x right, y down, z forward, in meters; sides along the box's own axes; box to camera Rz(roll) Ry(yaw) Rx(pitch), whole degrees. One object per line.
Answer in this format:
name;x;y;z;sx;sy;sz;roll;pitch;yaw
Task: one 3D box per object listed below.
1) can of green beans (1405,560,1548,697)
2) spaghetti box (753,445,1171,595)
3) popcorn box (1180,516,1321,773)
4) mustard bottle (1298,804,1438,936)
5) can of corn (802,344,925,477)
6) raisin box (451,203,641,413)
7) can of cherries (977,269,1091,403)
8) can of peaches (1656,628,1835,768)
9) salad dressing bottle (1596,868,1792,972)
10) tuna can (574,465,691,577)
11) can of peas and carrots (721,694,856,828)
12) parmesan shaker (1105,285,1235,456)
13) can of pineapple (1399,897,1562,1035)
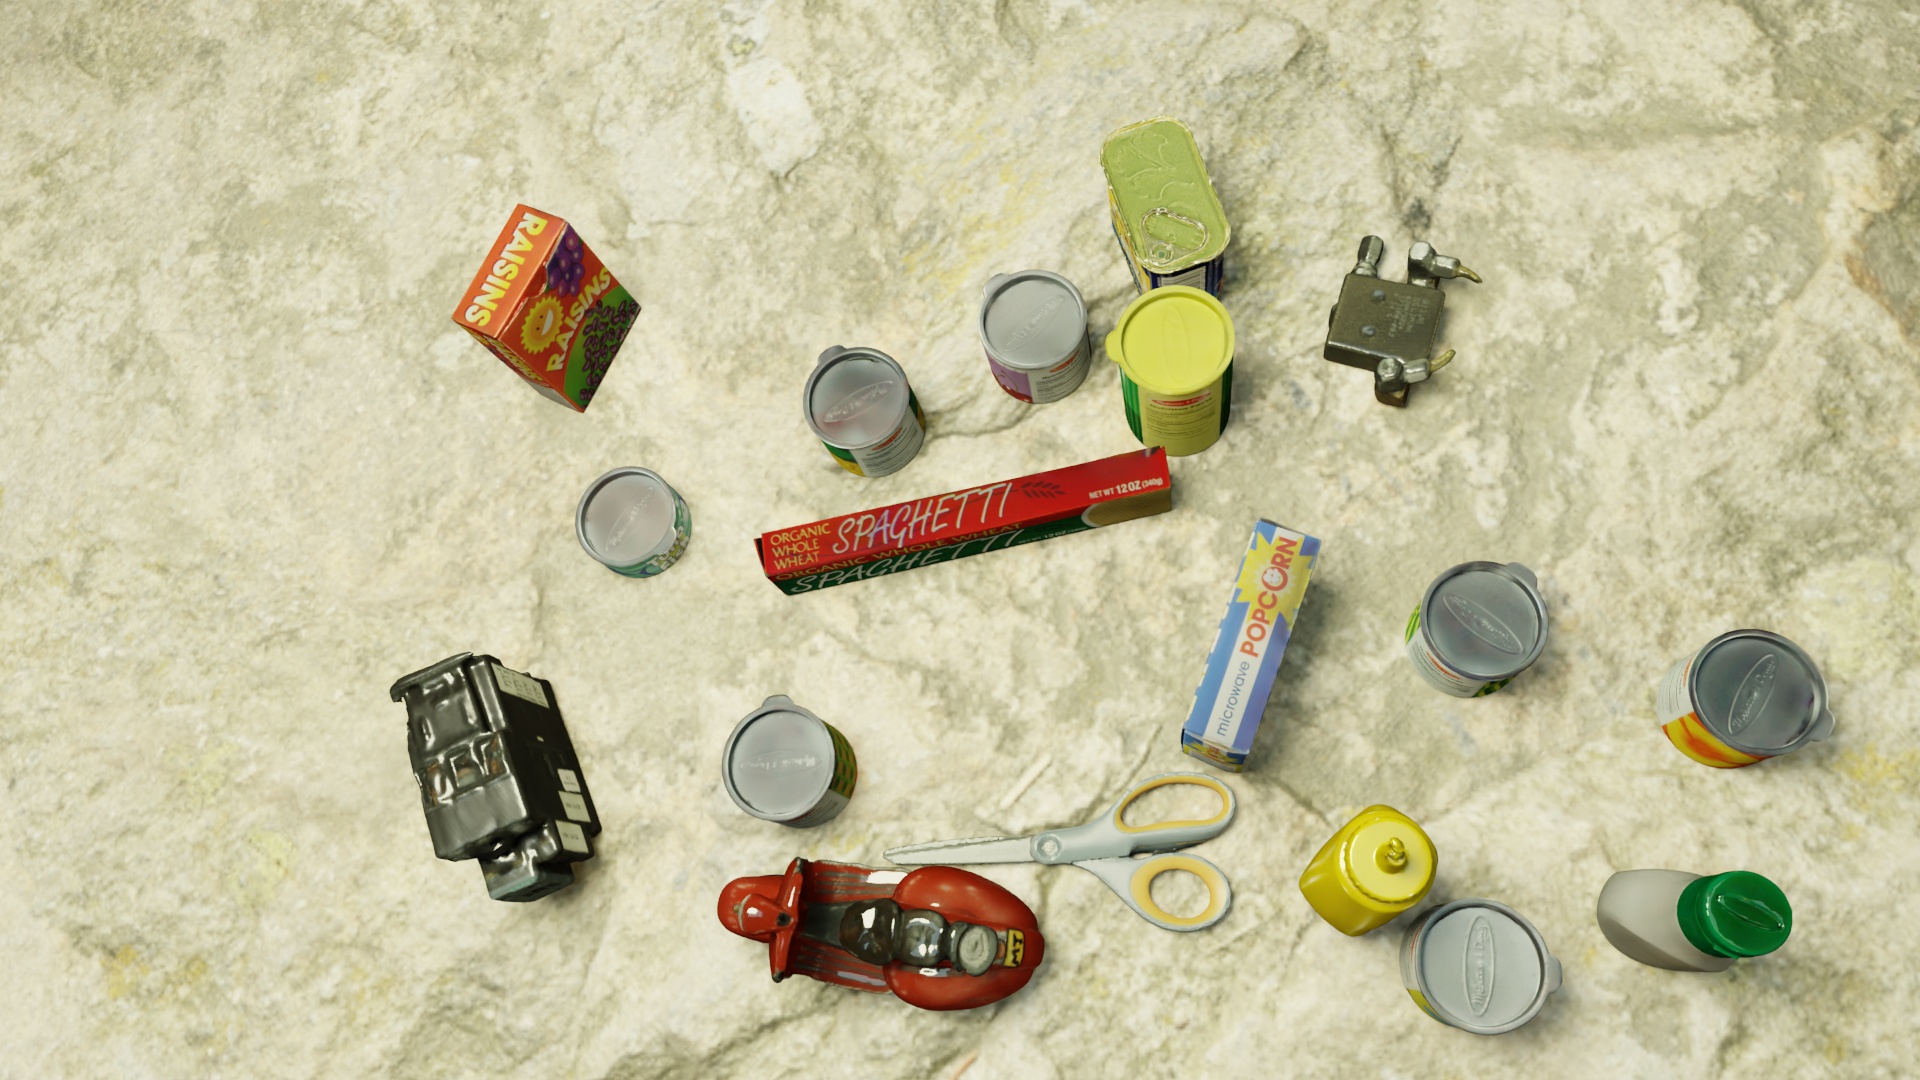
can of green beans;0.284;0.050;0.769;0.071;0.057;0.071;-3;73;8
spaghetti box;0.003;-0.010;0.836;0.250;0.050;0.029;-12;72;5
popcorn box;0.160;0.061;0.771;0.038;0.085;0.127;19;77;14
mustard bottle;0.207;0.163;0.692;0.065;0.160;0.049;-45;72;-5
can of corn;-0.060;-0.081;0.864;0.071;0.058;0.071;-3;73;8
raisin box;-0.259;-0.144;0.881;0.040;0.123;0.086;24;79;15
can of cherries;0.046;-0.127;0.861;0.071;0.058;0.071;-3;73;8
can of peaches;0.414;0.087;0.736;0.071;0.058;0.071;-3;73;8
salad dressing bottle;0.353;0.182;0.670;0.064;0.147;0.044;25;79;15
tuna can;-0.204;-0.010;0.879;0.071;0.032;0.071;-3;73;8
can of peas and carrots;-0.098;0.129;0.805;0.071;0.058;0.071;-3;73;8
parmesan shaker;0.124;-0.097;0.816;0.071;0.103;0.071;-3;73;9
can of pineapple;0.266;0.221;0.719;0.071;0.057;0.071;-3;73;8
